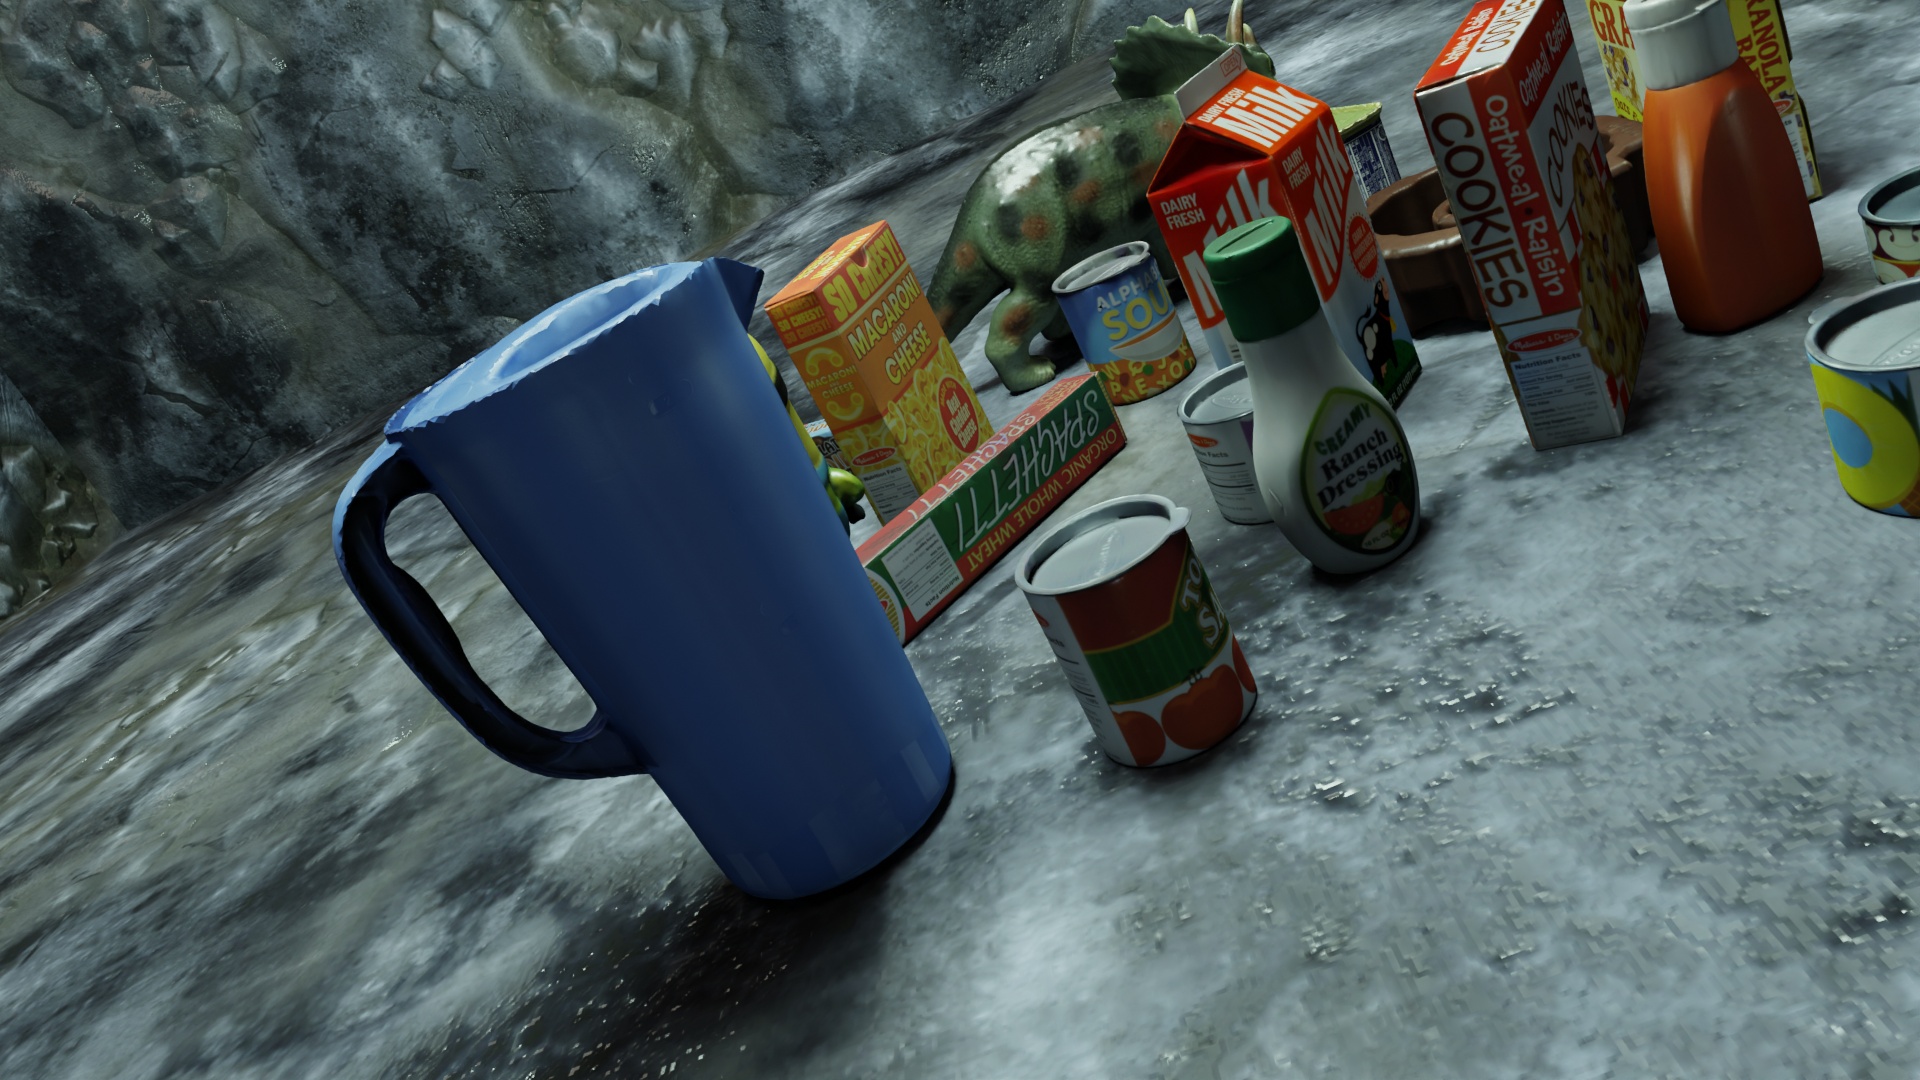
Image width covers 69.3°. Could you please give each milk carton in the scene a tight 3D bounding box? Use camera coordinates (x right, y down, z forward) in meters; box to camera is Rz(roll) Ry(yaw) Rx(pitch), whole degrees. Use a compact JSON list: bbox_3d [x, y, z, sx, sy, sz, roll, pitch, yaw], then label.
[{"bbox_3d":[0.157,-0.146,0.693,0.073,0.190,0.073,-7,29,43],"label":"milk carton"}]

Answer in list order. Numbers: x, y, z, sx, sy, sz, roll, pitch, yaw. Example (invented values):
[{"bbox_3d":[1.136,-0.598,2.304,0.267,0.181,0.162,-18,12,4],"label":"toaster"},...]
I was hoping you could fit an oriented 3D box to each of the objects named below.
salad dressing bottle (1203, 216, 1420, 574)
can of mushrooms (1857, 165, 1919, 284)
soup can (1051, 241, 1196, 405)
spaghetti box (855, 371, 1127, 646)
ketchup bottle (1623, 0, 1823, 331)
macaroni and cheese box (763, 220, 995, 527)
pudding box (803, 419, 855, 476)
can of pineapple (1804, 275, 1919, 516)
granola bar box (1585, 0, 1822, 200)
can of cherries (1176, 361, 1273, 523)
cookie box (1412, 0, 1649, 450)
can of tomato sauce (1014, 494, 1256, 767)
[{"bbox_3d":[0.142,-0.058,0.567,0.064,0.147,0.044,-32,21,-12],"label":"salad dressing bottle"},{"bbox_3d":[0.415,-0.133,0.574,0.071,0.033,0.071,-23,21,10],"label":"can of mushrooms"},{"bbox_3d":[0.106,-0.137,0.882,0.071,0.083,0.071,-24,21,10],"label":"soup can"},{"bbox_3d":[0.003,-0.009,0.756,0.028,0.050,0.251,0,34,50],"label":"spaghetti box"},{"bbox_3d":[0.326,-0.168,0.601,0.065,0.148,0.043,-31,21,-8],"label":"ketchup bottle"},{"bbox_3d":[-0.042,-0.098,0.853,0.040,0.166,0.124,-16,23,27],"label":"macaroni and cheese box"},{"bbox_3d":[-0.088,-0.062,0.985,0.083,0.049,0.030,-12,26,35],"label":"pudding box"},{"bbox_3d":[0.321,-0.049,0.458,0.071,0.057,0.071,-24,21,10],"label":"can of pineapple"},{"bbox_3d":[0.392,-0.250,0.744,0.039,0.124,0.166,-22,22,14],"label":"granola bar box"},{"bbox_3d":[0.148,-0.051,0.667,0.071,0.058,0.072,-24,21,10],"label":"can of cherries"},{"bbox_3d":[0.253,-0.143,0.604,0.040,0.167,0.123,-11,27,38],"label":"cookie box"},{"bbox_3d":[0.070,0.034,0.531,0.071,0.083,0.071,-24,21,10],"label":"can of tomato sauce"}]
